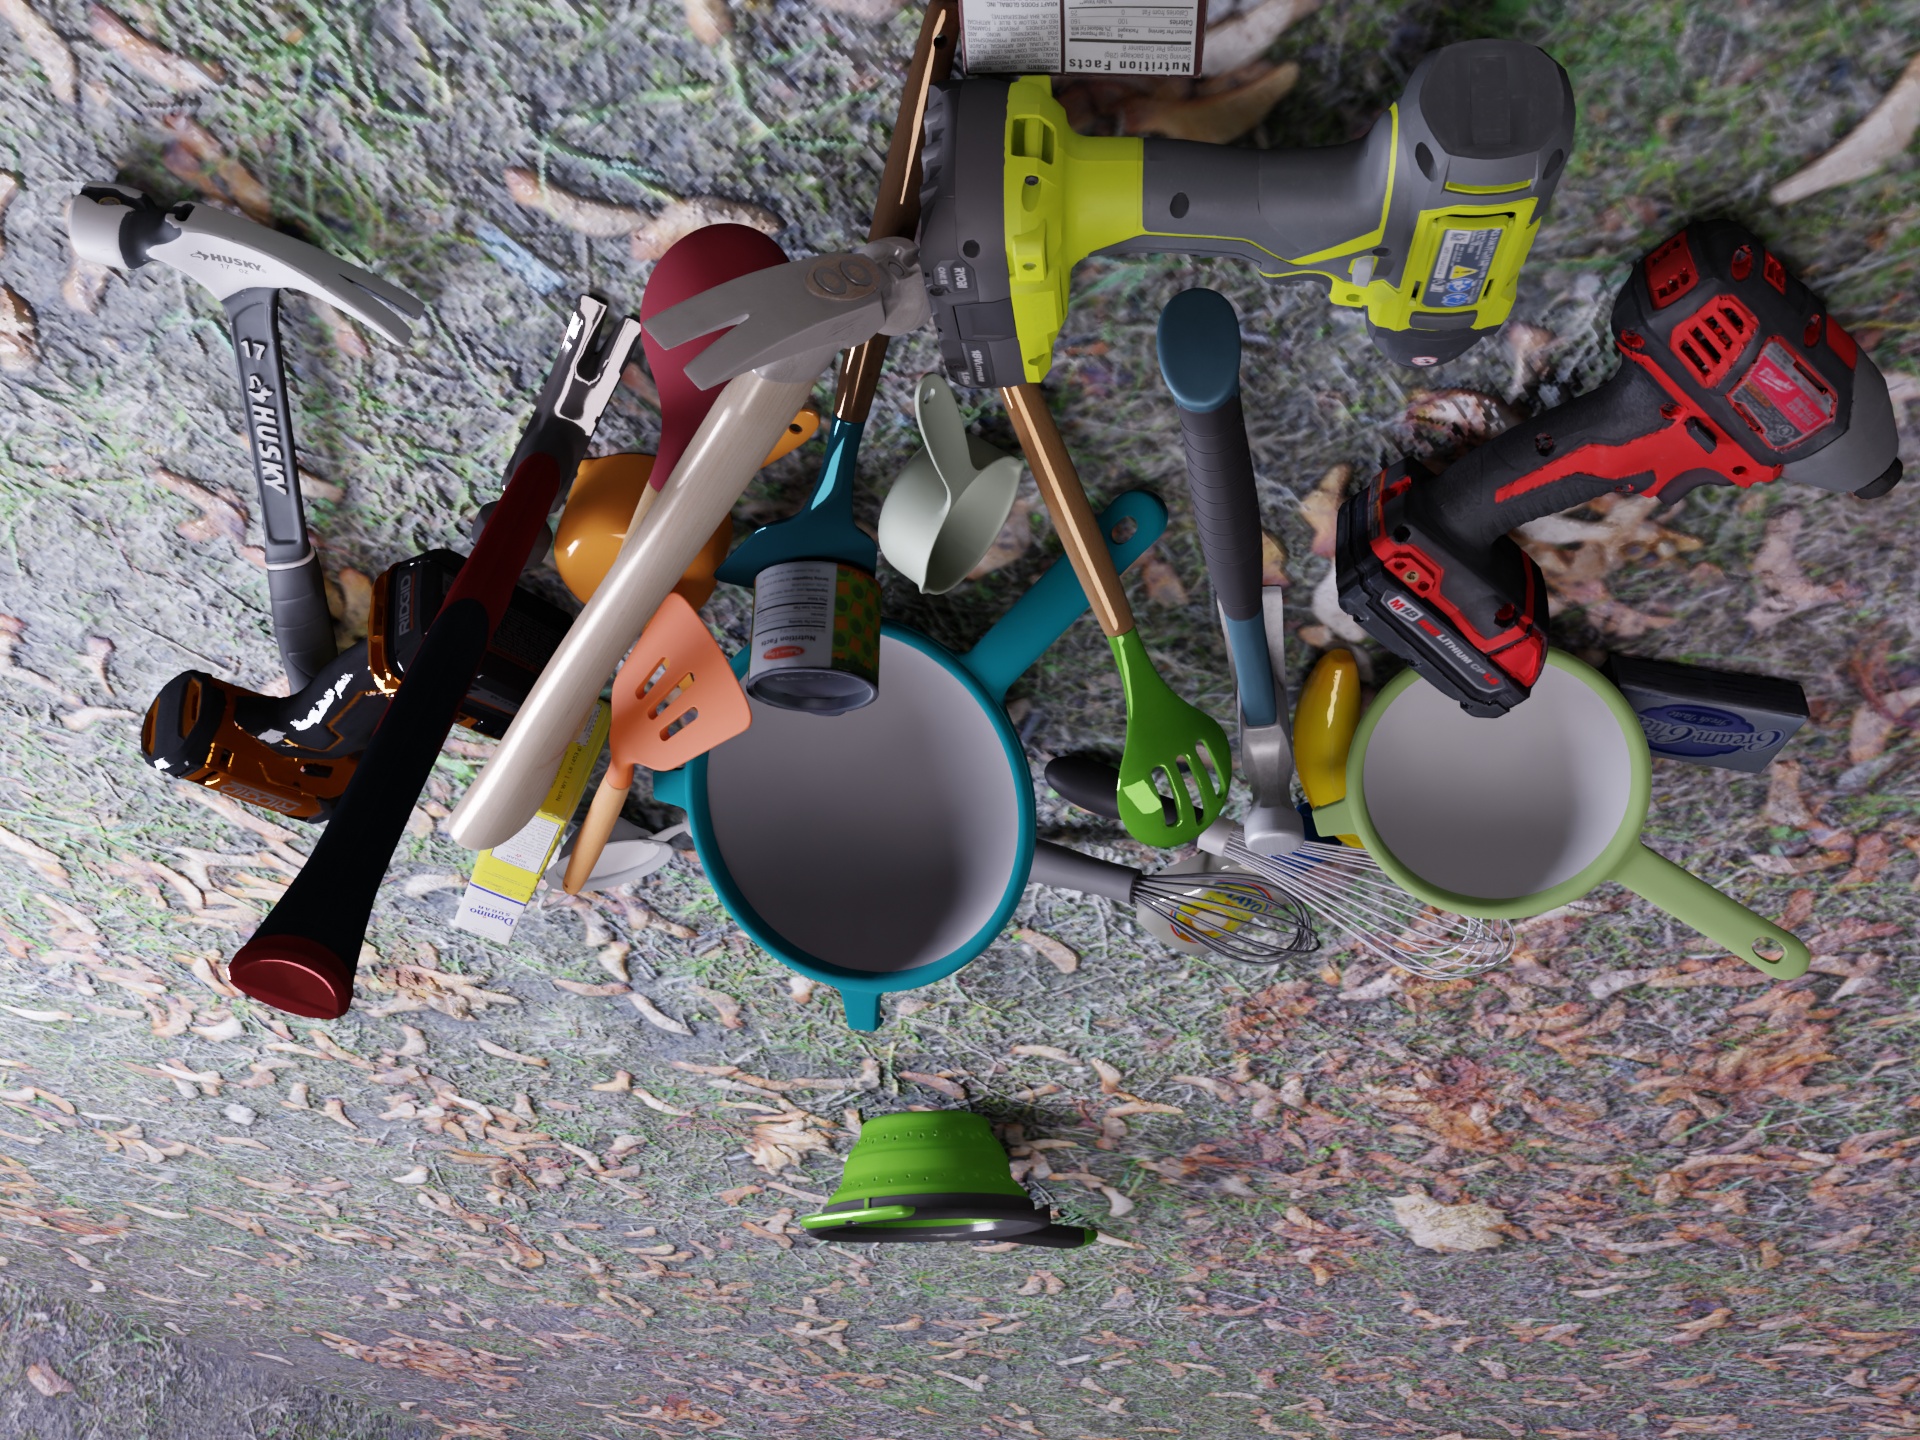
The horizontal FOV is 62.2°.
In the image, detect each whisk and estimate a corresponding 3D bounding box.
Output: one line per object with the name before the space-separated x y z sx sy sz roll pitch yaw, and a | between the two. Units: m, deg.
whisk | 0.106 0.104 0.983 0.239 0.055 0.055 13 146 24
whisk | 0.178 0.078 0.919 0.285 0.070 0.070 21 145 17

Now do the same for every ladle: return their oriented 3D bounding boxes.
ladle | -0.151 -0.095 0.765 0.069 0.031 0.315 17 132 -17

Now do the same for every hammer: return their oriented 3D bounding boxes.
hammer | -0.159 -0.049 0.718 0.038 0.146 0.410 48 131 5
hammer | -0.363 -0.102 0.869 0.149 0.036 0.408 13 142 -6
hammer | -0.194 -0.040 0.624 0.038 0.387 0.143 25 120 -16
hammer | 0.124 -0.062 0.706 0.033 0.128 0.330 -6 151 12

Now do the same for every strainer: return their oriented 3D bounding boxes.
strainer | 0.328 0.053 0.845 0.256 0.069 0.151 32 109 4
strainer | -0.178 0.067 1.039 0.258 0.050 0.086 -19 160 23
strainer | -0.001 -0.003 0.873 0.211 0.095 0.340 48 113 8

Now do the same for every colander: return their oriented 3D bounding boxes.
colander | 0.015 0.409 1.405 0.204 0.095 0.396 -16 153 28

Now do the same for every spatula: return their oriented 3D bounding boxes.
spatula | -0.191 0.039 0.910 0.081 0.041 0.322 58 149 11
spatula | -0.046 -0.164 0.707 0.082 0.044 0.317 7 132 -14

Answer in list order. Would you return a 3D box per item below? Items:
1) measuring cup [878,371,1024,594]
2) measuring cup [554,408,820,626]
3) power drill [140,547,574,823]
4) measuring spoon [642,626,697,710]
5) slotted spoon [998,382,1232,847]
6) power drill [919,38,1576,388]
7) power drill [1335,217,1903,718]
measuring cup | -0.014 -0.117 0.720 0.038 0.083 0.167 34 168 18
measuring cup | -0.136 -0.103 0.803 0.173 0.052 0.095 -23 131 37
power drill | -0.330 -0.004 0.917 0.226 0.084 0.164 -22 150 24
measuring spoon | -0.169 -0.047 0.918 0.021 0.011 0.116 5 140 25
slotted spoon | 0.066 -0.064 0.759 0.070 0.031 0.313 -32 116 -14
power drill | 0.103 -0.183 0.617 0.223 0.080 0.171 1 164 7
power drill | 0.284 -0.100 0.696 0.143 0.079 0.219 35 132 -18
